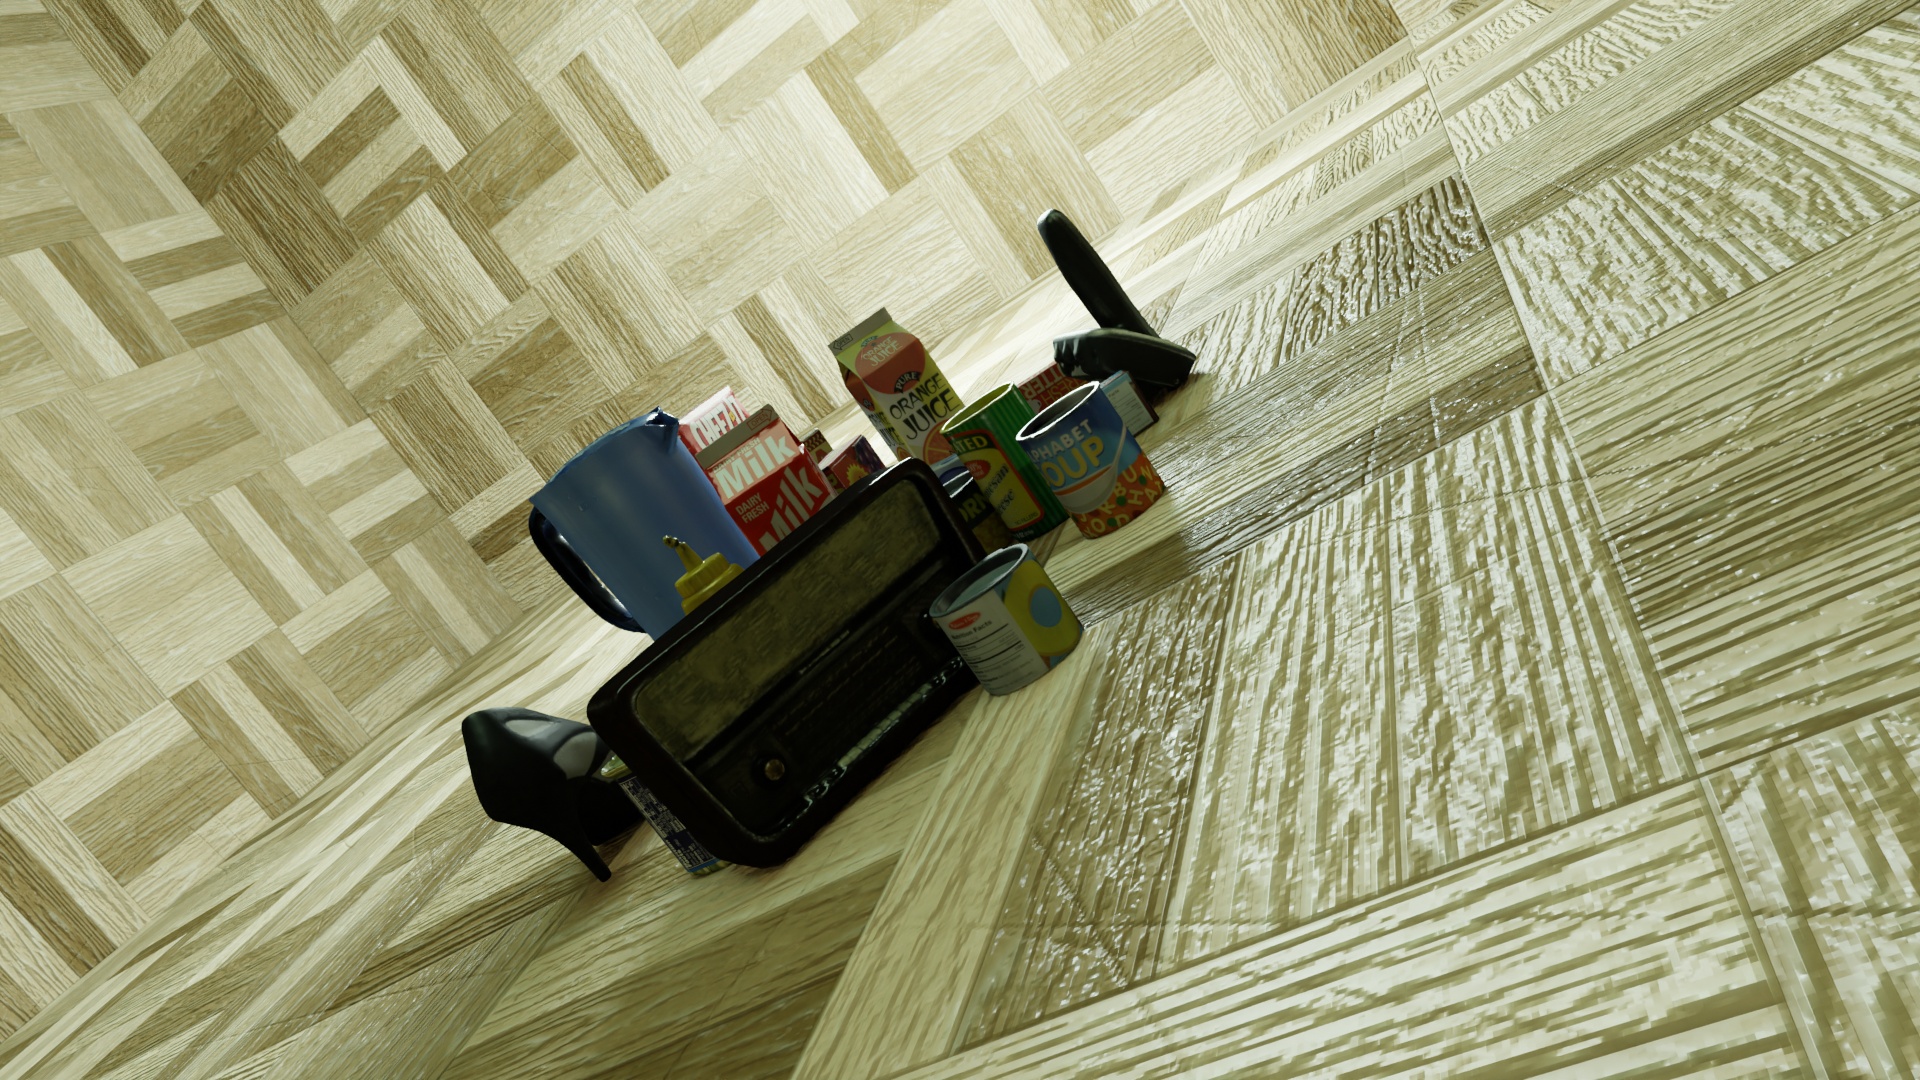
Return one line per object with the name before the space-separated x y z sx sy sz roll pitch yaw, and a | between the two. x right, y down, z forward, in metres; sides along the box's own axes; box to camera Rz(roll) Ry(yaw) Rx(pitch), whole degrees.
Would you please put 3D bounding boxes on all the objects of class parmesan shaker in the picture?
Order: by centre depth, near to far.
parmesan shaker | 0.042 -0.058 1.028 0.071 0.103 0.071 -34 11 8

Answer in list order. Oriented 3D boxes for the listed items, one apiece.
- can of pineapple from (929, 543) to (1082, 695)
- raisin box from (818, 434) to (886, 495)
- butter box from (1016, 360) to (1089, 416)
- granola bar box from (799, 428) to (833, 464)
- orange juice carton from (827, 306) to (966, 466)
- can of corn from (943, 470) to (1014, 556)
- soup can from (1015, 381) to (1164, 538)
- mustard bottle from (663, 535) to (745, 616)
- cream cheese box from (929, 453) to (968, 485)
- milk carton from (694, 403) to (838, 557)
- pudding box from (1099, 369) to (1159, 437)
can of pineapple | 0.027 0.043 0.771 0.071 0.058 0.071 -34 11 8
raisin box | -0.072 -0.018 1.139 0.040 0.123 0.086 -30 12 24
butter box | 0.085 -0.142 1.379 0.103 0.053 0.024 -33 11 13
granola bar box | -0.185 -0.024 1.492 0.166 0.124 0.039 -36 11 -5
orange juice carton | -0.046 -0.130 1.351 0.072 0.192 0.073 -38 11 -13
can of corn | 0.004 -0.013 1.069 0.071 0.058 0.071 -34 11 8
soup can | 0.086 -0.051 0.922 0.071 0.083 0.071 -34 11 8
mustard bottle | -0.153 0.058 0.967 0.065 0.160 0.049 -30 12 25
cream cheese box | 0.008 -0.053 1.235 0.103 0.053 0.024 -22 17 49
milk carton | -0.118 -0.007 1.057 0.072 0.190 0.073 -35 11 0
pudding box | 0.111 -0.094 1.116 0.084 0.049 0.030 -35 11 1
